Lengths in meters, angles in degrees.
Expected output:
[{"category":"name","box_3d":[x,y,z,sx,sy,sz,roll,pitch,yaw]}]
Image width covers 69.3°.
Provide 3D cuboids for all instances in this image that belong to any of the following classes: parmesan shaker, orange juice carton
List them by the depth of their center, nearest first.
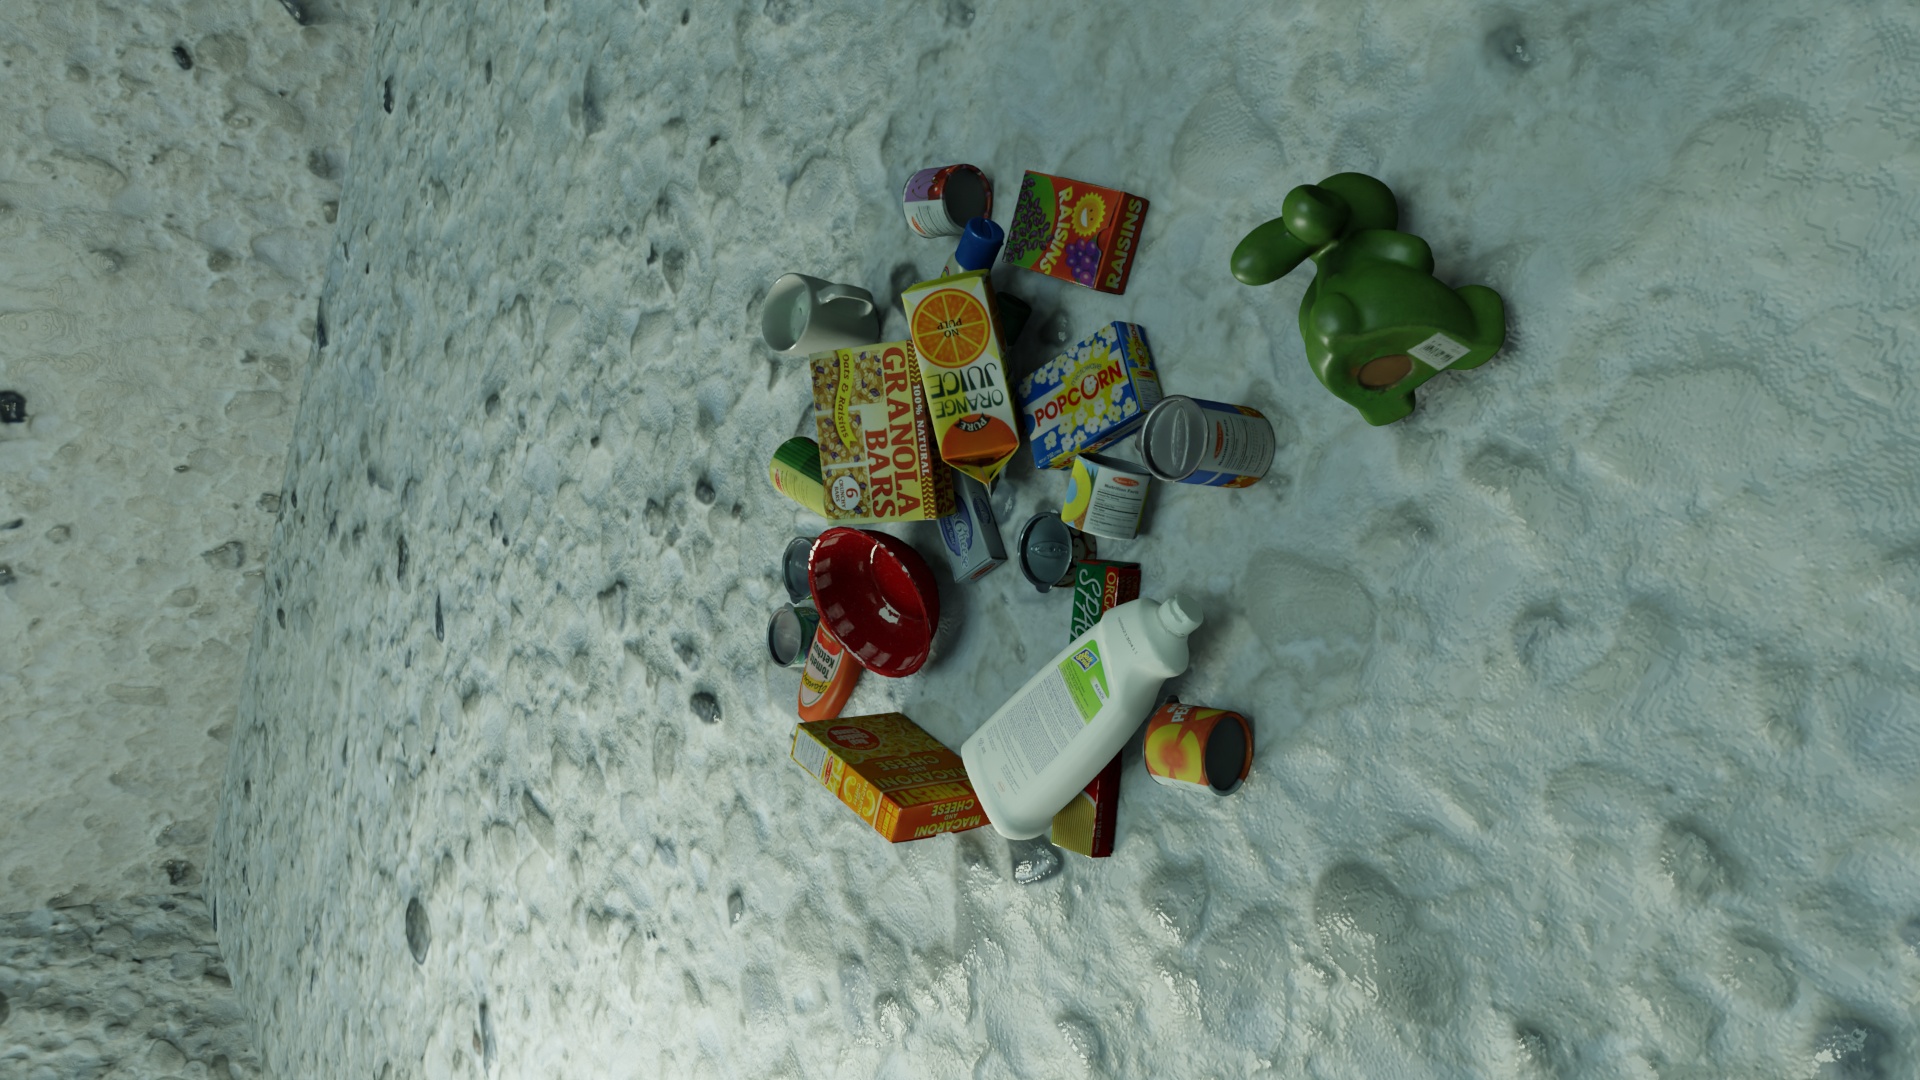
[{"category":"orange juice carton","box_3d":[0.010,-0.137,1.232,0.073,0.072,0.192,-11,104,10]},{"category":"parmesan shaker","box_3d":[-0.143,-0.060,1.447,0.103,0.071,0.071,28,108,44]}]

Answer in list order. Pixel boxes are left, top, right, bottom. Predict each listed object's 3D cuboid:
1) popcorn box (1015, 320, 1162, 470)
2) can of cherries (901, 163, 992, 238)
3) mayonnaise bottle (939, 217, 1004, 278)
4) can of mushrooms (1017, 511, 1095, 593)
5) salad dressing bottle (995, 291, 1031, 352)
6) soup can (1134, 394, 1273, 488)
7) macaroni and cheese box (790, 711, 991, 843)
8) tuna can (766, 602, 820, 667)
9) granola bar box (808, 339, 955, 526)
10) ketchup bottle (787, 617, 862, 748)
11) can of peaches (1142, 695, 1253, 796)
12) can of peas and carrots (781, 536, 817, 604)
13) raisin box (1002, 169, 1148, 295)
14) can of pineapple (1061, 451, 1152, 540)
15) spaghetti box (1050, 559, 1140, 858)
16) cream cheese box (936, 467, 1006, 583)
[{"category":"popcorn box","box_3d":[0.110,-0.122,1.190,0.126,0.038,0.085,-29,68,43]},{"category":"can of cherries","box_3d":[-0.011,-0.324,1.318,0.058,0.071,0.071,7,93,48]},{"category":"mayonnaise bottle","box_3d":[-0.001,-0.231,1.291,0.147,0.041,0.065,116,153,-43]},{"category":"can of mushrooms","box_3d":[0.084,0.011,1.214,0.071,0.033,0.071,-4,84,47]},{"category":"salad dressing bottle","box_3d":[0.018,-0.158,1.291,0.064,0.044,0.147,44,118,32]},{"category":"soup can","box_3d":[0.188,-0.075,1.067,0.071,0.084,0.071,-4,84,48]},{"category":"macaroni and cheese box","box_3d":[-0.060,0.217,1.292,0.167,0.124,0.040,30,113,45]},{"category":"tuna can","box_3d":[-0.177,0.101,1.496,0.071,0.033,0.071,-4,85,48]},{"category":"granola bar box","box_3d":[-0.073,-0.100,1.303,0.124,0.039,0.165,-3,95,30]},{"category":"ketchup bottle","box_3d":[-0.140,0.152,1.444,0.065,0.043,0.148,39,116,42]},{"category":"can of peaches","box_3d":[0.183,0.158,1.069,0.058,0.071,0.071,3,90,48]},{"category":"can of peas and carrots","box_3d":[-0.144,0.032,1.445,0.071,0.059,0.071,-3,86,48]},{"category":"raisin box","box_3d":[0.098,-0.270,1.212,0.123,0.040,0.086,28,107,44]},{"category":"can of pineapple","box_3d":[0.121,-0.037,1.153,0.071,0.071,0.057,26,107,46]},{"category":"spaghetti box","box_3d":[0.114,0.140,1.176,0.050,0.029,0.249,8,93,47]},{"category":"cream cheese box","box_3d":[0.005,-0.016,1.310,0.053,0.024,0.104,-37,61,40]}]
